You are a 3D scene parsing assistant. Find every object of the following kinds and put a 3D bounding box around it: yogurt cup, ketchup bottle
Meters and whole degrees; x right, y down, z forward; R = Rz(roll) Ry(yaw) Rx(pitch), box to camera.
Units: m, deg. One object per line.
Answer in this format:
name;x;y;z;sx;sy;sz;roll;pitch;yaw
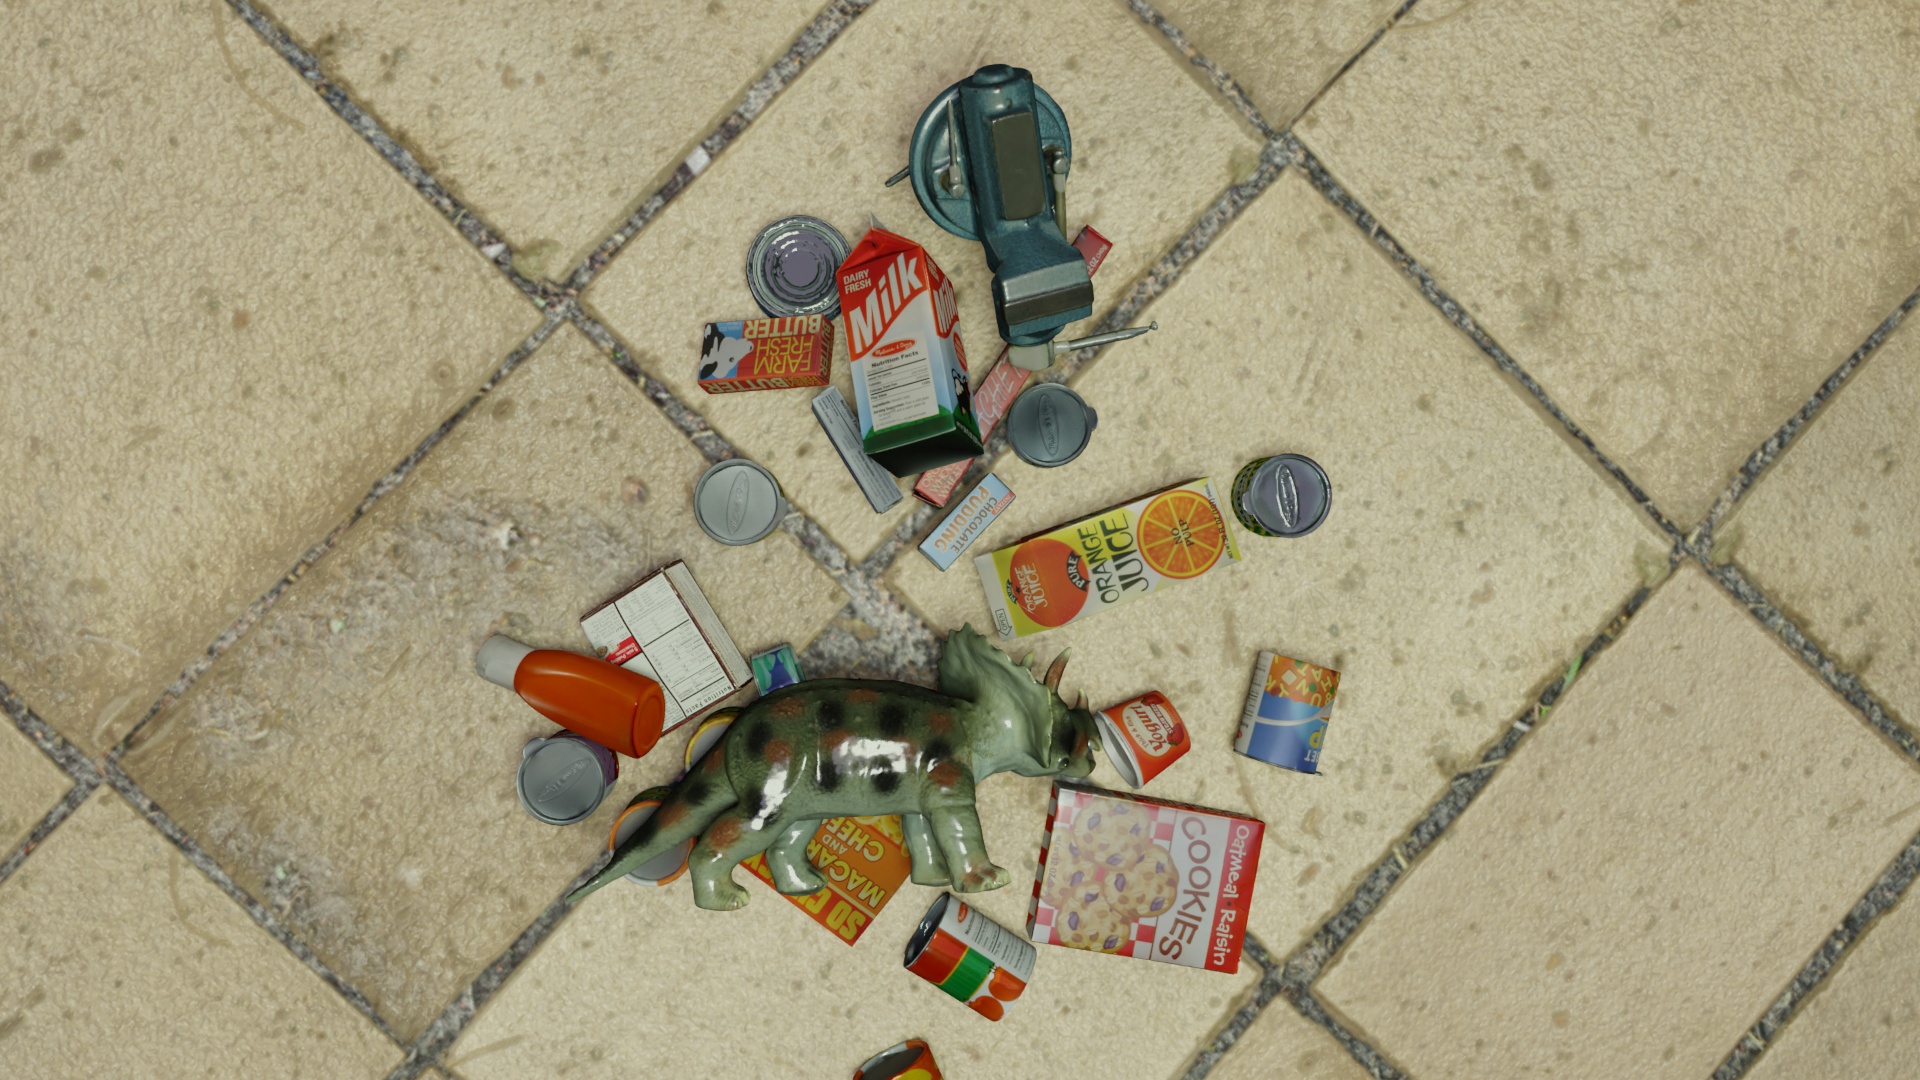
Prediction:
yogurt cup;0.144;0.154;1.091;0.054;0.072;0.072;-28;92;-11
ketchup bottle;-0.296;0.112;1.049;0.149;0.044;0.064;19;123;18

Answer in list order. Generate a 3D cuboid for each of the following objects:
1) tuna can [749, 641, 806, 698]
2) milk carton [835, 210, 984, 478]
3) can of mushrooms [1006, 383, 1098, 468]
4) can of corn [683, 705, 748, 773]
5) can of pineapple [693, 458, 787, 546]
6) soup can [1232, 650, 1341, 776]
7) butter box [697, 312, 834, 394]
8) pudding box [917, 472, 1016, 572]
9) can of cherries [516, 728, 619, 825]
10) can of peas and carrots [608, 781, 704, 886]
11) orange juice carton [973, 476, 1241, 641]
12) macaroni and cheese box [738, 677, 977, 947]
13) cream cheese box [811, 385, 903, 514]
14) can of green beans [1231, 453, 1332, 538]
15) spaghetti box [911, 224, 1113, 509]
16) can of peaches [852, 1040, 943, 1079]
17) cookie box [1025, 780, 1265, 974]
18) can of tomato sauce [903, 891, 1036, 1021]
tuna can;-0.135;0.116;1.070;0.033;0.071;0.071;-20;92;-4
milk carton;-0.041;-0.152;1.052;0.073;0.072;0.191;-15;74;15
can of mushrooms;0.072;-0.090;1.101;0.071;0.033;0.071;0;89;-3
can of corn;-0.176;0.163;1.072;0.071;0.058;0.071;0;91;-4
can of pineapple;-0.168;-0.028;1.073;0.071;0.058;0.071;0;91;-4
soup can;0.261;0.136;1.096;0.071;0.071;0.083;16;89;-4
butter box;-0.149;-0.143;1.067;0.103;0.024;0.053;-2;70;17
pudding box;0.004;-0.014;1.088;0.030;0.049;0.084;44;87;-1
can of cherries;-0.300;0.177;1.064;0.071;0.058;0.071;0;91;-3
can of peas and carrots;-0.231;0.225;1.068;0.071;0.059;0.071;0;91;-4
orange juice carton;0.111;0.014;1.084;0.193;0.073;0.071;-20;92;-3
macaroni and cheese box;-0.081;0.212;1.087;0.124;0.040;0.166;38;87;-3
cream cheese box;-0.081;-0.069;1.081;0.024;0.053;0.103;-32;92;-5
can of green beans;0.253;-0.035;1.101;0.071;0.058;0.071;0;90;-4
spaghetti box;0.039;-0.133;1.091;0.029;0.050;0.250;33;88;-2
can of peaches;-0.042;0.430;1.074;0.071;0.071;0.058;-24;91;-3
cookie box;0.146;0.267;1.102;0.167;0.040;0.123;11;89;-4
can of tomato sauce;0.006;0.325;1.081;0.083;0.071;0.071;33;88;-4
